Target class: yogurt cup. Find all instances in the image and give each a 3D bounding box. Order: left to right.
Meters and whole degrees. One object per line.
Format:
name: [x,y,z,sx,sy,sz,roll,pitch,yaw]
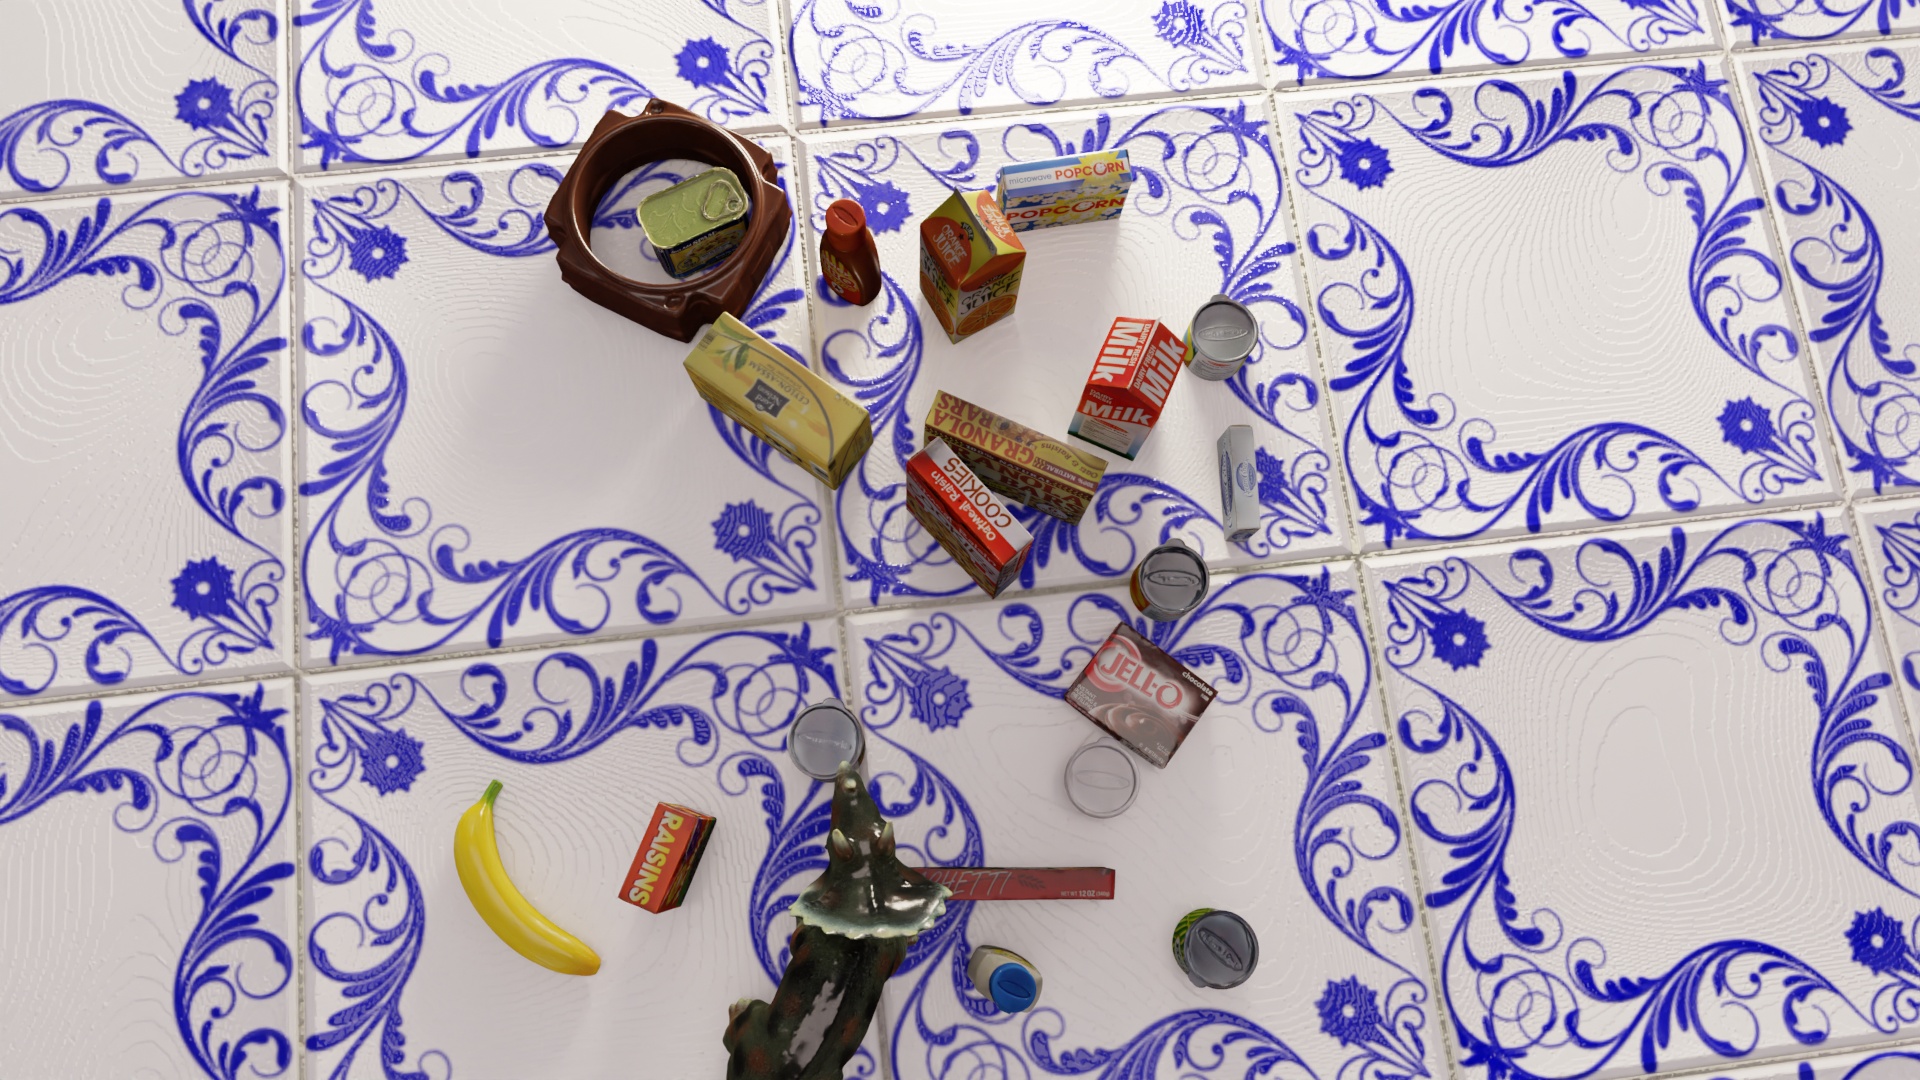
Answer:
yogurt cup: [0.125,0.218,1.258,0.072,0.054,0.072,1,77,-2]

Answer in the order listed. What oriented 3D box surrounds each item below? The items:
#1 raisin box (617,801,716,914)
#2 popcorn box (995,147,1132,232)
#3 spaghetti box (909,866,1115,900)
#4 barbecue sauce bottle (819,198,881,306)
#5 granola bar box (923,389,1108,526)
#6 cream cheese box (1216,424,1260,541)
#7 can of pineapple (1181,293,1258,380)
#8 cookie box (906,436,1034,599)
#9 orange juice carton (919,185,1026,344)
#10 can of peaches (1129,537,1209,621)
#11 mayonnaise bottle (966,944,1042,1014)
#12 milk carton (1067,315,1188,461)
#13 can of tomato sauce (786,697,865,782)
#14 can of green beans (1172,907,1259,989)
raisin box: [-0.250,0.272,1.194,0.040,0.123,0.086,22,77,3]
popcorn box: [0.100,-0.344,1.371,0.127,0.085,0.038,-9,78,-4]
spaghetti box: [0.011,0.305,1.235,0.250,0.050,0.029,0,77,-2]
barbecue sauce bottle: [-0.106,-0.275,1.314,0.065,0.148,0.044,40,79,6]
granola bar box: [0.047,-0.073,1.286,0.165,0.124,0.039,23,78,3]
cream cheese box: [0.266,-0.054,1.327,0.024,0.053,0.104,-1,77,-3]
can of pineapple: [0.253,-0.197,1.358,0.071,0.057,0.071,1,77,-2]
cookie box: [0.004,-0.016,1.249,0.040,0.167,0.123,-42,82,-10]
orange juice carton: [0.010,-0.259,1.293,0.073,0.192,0.072,-29,80,-8]
can of peaches: [0.195,0.038,1.301,0.071,0.058,0.071,1,77,-2]
mayonnaise bottle: [0.040,0.371,1.171,0.065,0.147,0.041,23,78,3]
milk carton: [0.154,-0.142,1.273,0.073,0.190,0.072,24,78,3]
can of tomato sauce: [-0.119,0.180,1.242,0.071,0.083,0.071,1,77,-2]
can of green beans: [0.224,0.360,1.228,0.071,0.057,0.071,1,77,-2]
